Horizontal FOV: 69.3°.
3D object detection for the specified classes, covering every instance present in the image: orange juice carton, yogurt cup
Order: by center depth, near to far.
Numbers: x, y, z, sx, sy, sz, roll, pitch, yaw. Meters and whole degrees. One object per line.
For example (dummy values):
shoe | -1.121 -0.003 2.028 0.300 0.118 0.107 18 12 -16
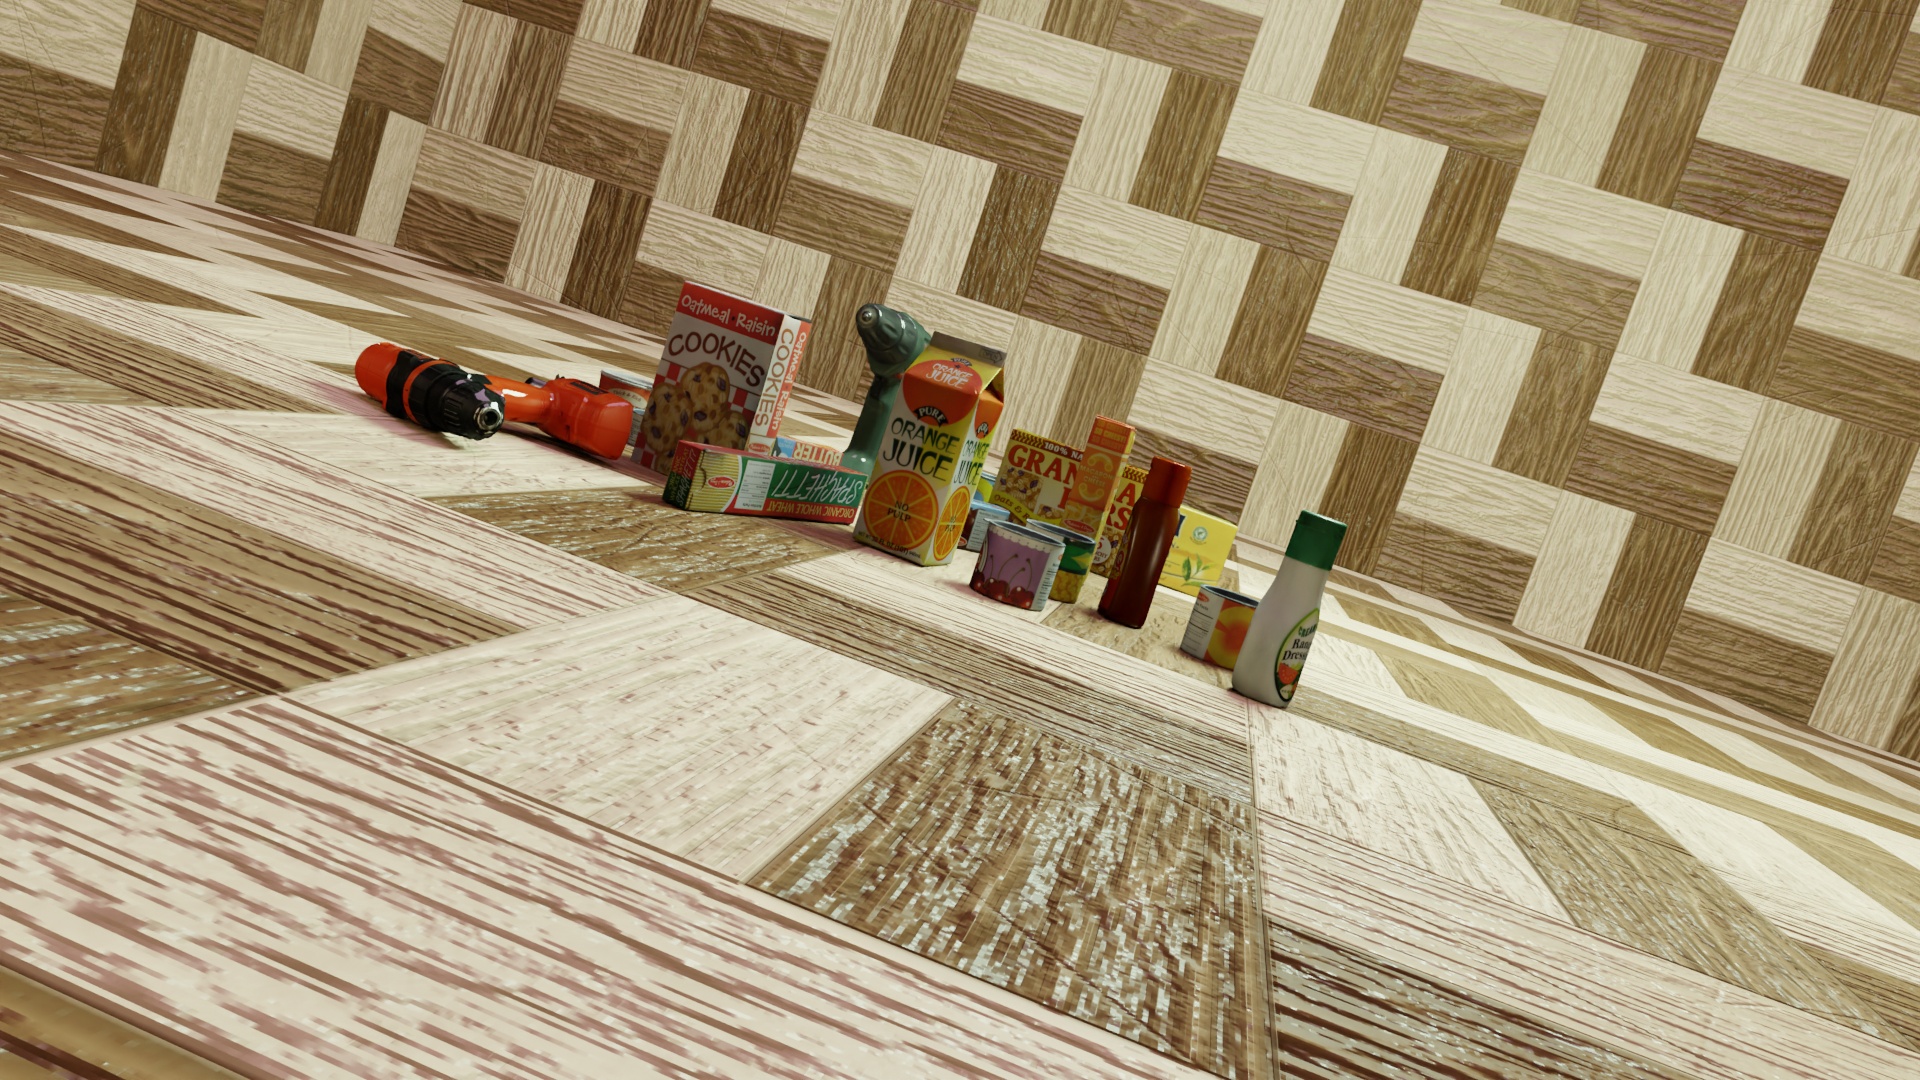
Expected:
orange juice carton | -0.021 -0.079 1.192 0.072 0.192 0.073 20 6 18
yogurt cup | -0.342 -0.141 1.424 0.072 0.054 0.072 18 7 -2

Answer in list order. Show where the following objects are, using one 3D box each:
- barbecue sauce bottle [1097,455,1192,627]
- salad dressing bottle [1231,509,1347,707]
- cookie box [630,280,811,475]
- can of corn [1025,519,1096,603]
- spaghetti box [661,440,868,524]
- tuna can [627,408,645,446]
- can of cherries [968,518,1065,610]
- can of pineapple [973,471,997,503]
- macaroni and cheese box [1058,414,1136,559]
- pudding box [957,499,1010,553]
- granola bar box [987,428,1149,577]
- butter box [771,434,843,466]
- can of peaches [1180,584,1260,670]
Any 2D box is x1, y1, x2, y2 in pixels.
barbecue sauce bottle | 0.165 0.001 1.229 0.044 0.148 0.065 18 6 -1
salad dressing bottle | 0.252 0.051 1.057 0.044 0.147 0.064 23 8 39
cookie box | -0.208 -0.129 1.203 0.123 0.167 0.040 22 7 31
can of corn | 0.084 0.019 1.250 0.071 0.058 0.071 18 6 -2
spaghetti box | -0.156 -0.045 1.166 0.029 0.050 0.250 21 7 26
tuna can | -0.291 -0.103 1.349 0.071 0.032 0.071 18 7 -2
can of cherries | 0.044 0.019 1.142 0.071 0.058 0.071 18 6 -2
can of pineapple | 0.022 -0.051 1.651 0.071 0.057 0.071 18 6 -2
macaroni and cheese box | 0.130 -0.039 1.373 0.040 0.166 0.124 19 6 7
pudding box | 0.005 -0.017 1.367 0.084 0.049 0.030 13 8 -40
granola bar box | 0.119 -0.042 1.549 0.166 0.124 0.039 20 6 17
butter box | -0.163 -0.073 1.356 0.024 0.053 0.103 23 8 38
can of peaches | 0.229 0.076 1.180 0.071 0.058 0.071 18 6 -2
